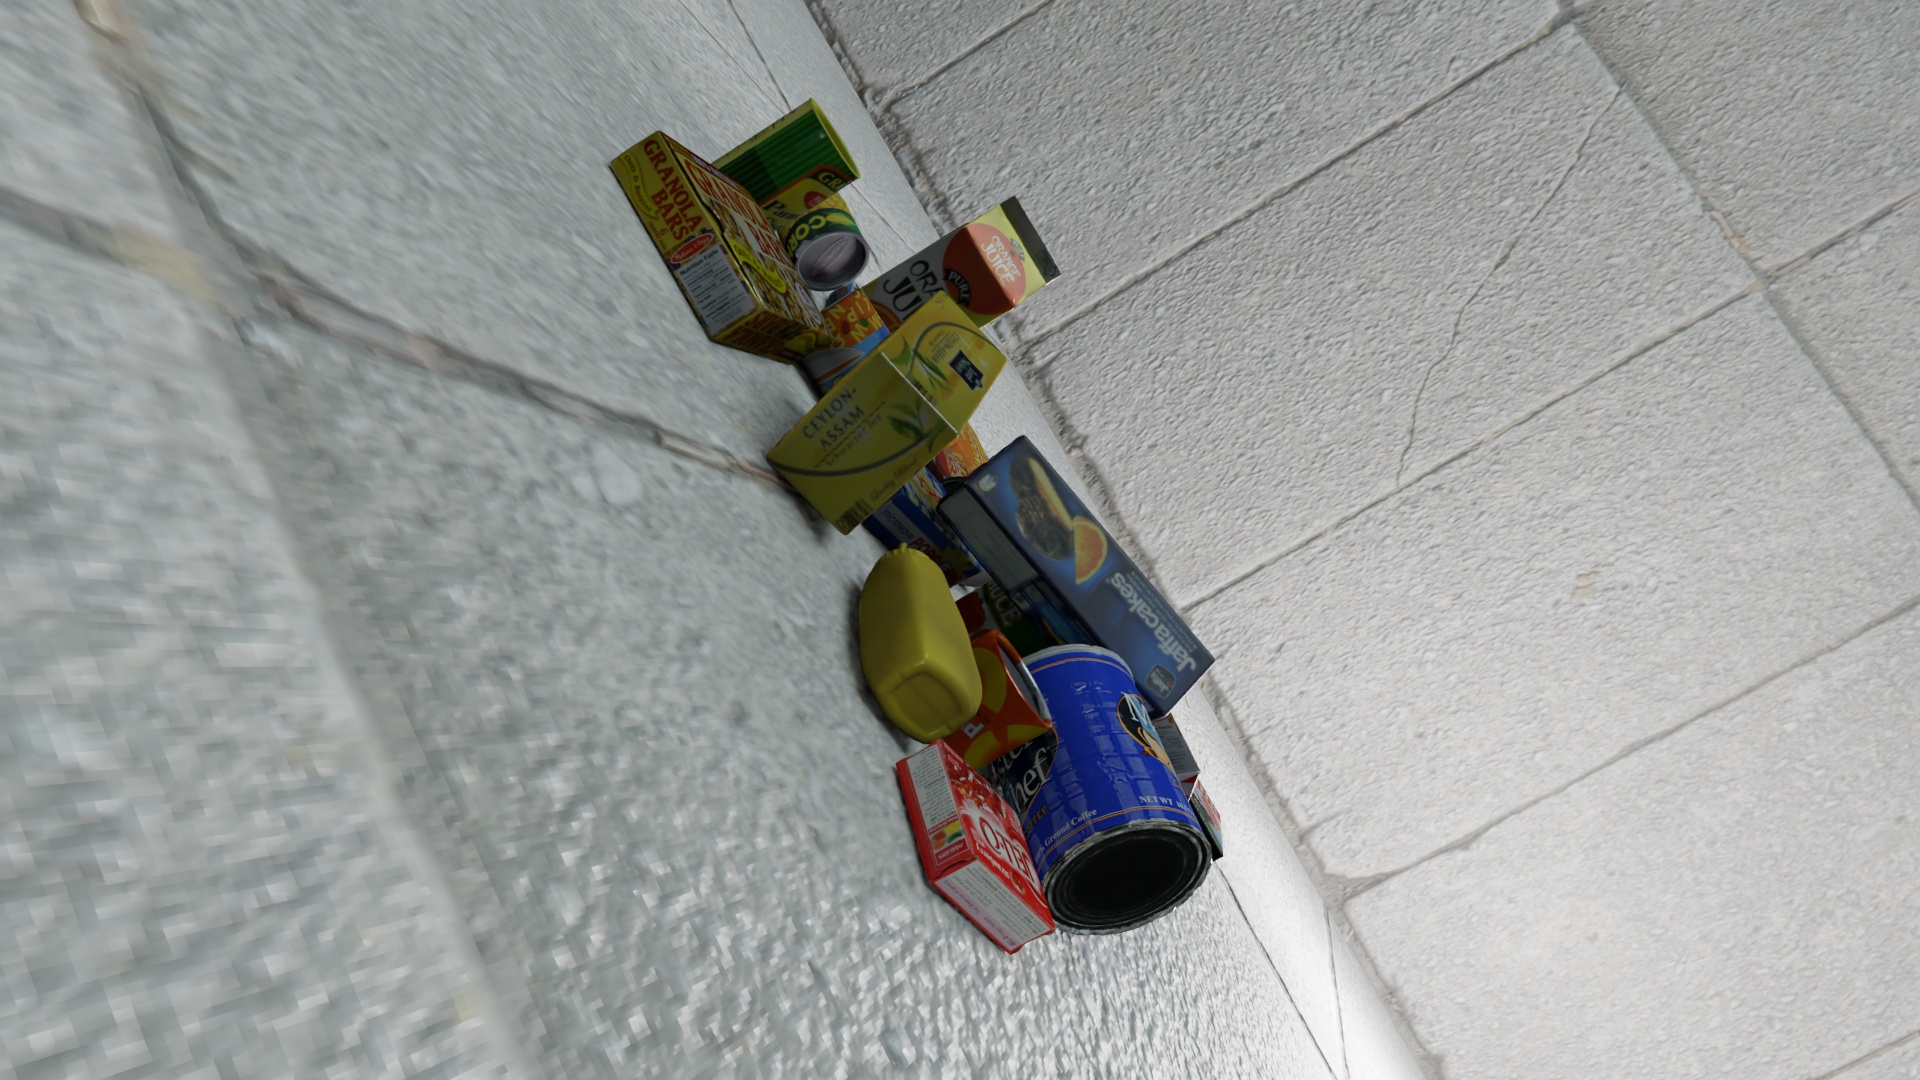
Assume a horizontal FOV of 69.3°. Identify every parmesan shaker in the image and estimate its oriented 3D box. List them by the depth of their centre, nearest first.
[{"bbox_3d":[-0.133,-0.265,1.013,0.071,0.103,0.071,57,10,-15],"label":"parmesan shaker"}]

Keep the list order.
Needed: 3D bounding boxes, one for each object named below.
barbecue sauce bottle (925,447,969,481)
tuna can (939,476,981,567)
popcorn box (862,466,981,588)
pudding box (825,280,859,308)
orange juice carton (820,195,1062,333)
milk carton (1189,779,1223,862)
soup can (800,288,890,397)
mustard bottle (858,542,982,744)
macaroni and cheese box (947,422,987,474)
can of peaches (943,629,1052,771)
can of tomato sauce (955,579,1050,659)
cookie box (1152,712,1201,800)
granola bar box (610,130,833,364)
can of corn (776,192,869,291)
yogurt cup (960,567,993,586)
[{"bbox_3d":[-0.021,-0.056,1.132,0.065,0.043,0.148,62,9,21],"label":"barbecue sauce bottle"},{"bbox_3d":[0.004,-0.013,1.043,0.071,0.071,0.033,63,8,22],"label":"tuna can"},{"bbox_3d":[-0.039,-0.027,0.962,0.126,0.038,0.085,46,15,-54],"label":"popcorn box"},{"bbox_3d":[-0.095,-0.198,1.230,0.049,0.030,0.084,55,10,-18],"label":"pudding box"},{"bbox_3d":[-0.023,-0.183,1.056,0.071,0.192,0.073,59,10,-11],"label":"orange juice carton"},{"bbox_3d":[0.168,0.226,1.153,0.072,0.073,0.190,60,9,5],"label":"milk carton"},{"bbox_3d":[-0.078,-0.128,0.996,0.083,0.071,0.071,57,9,-12],"label":"soup can"},{"bbox_3d":[-0.027,0.045,0.766,0.065,0.049,0.161,51,11,-26],"label":"mustard bottle"},{"bbox_3d":[-0.027,-0.115,1.297,0.166,0.040,0.124,52,12,-37],"label":"macaroni and cheese box"},{"bbox_3d":[0.011,0.092,0.789,0.071,0.058,0.071,58,9,-14],"label":"can of peaches"},{"bbox_3d":[0.041,0.053,0.990,0.071,0.083,0.071,57,9,-14],"label":"can of tomato sauce"},{"bbox_3d":[0.116,0.147,1.031,0.168,0.040,0.122,-112,-156,-44],"label":"cookie box"},{"bbox_3d":[-0.145,-0.180,0.881,0.124,0.039,0.165,59,9,3],"label":"granola bar box"},{"bbox_3d":[-0.120,-0.256,1.178,0.071,0.071,0.058,46,16,-56],"label":"can of corn"},{"bbox_3d":[0.016,0.001,1.093,0.072,0.072,0.054,45,25,-57],"label":"yogurt cup"}]
